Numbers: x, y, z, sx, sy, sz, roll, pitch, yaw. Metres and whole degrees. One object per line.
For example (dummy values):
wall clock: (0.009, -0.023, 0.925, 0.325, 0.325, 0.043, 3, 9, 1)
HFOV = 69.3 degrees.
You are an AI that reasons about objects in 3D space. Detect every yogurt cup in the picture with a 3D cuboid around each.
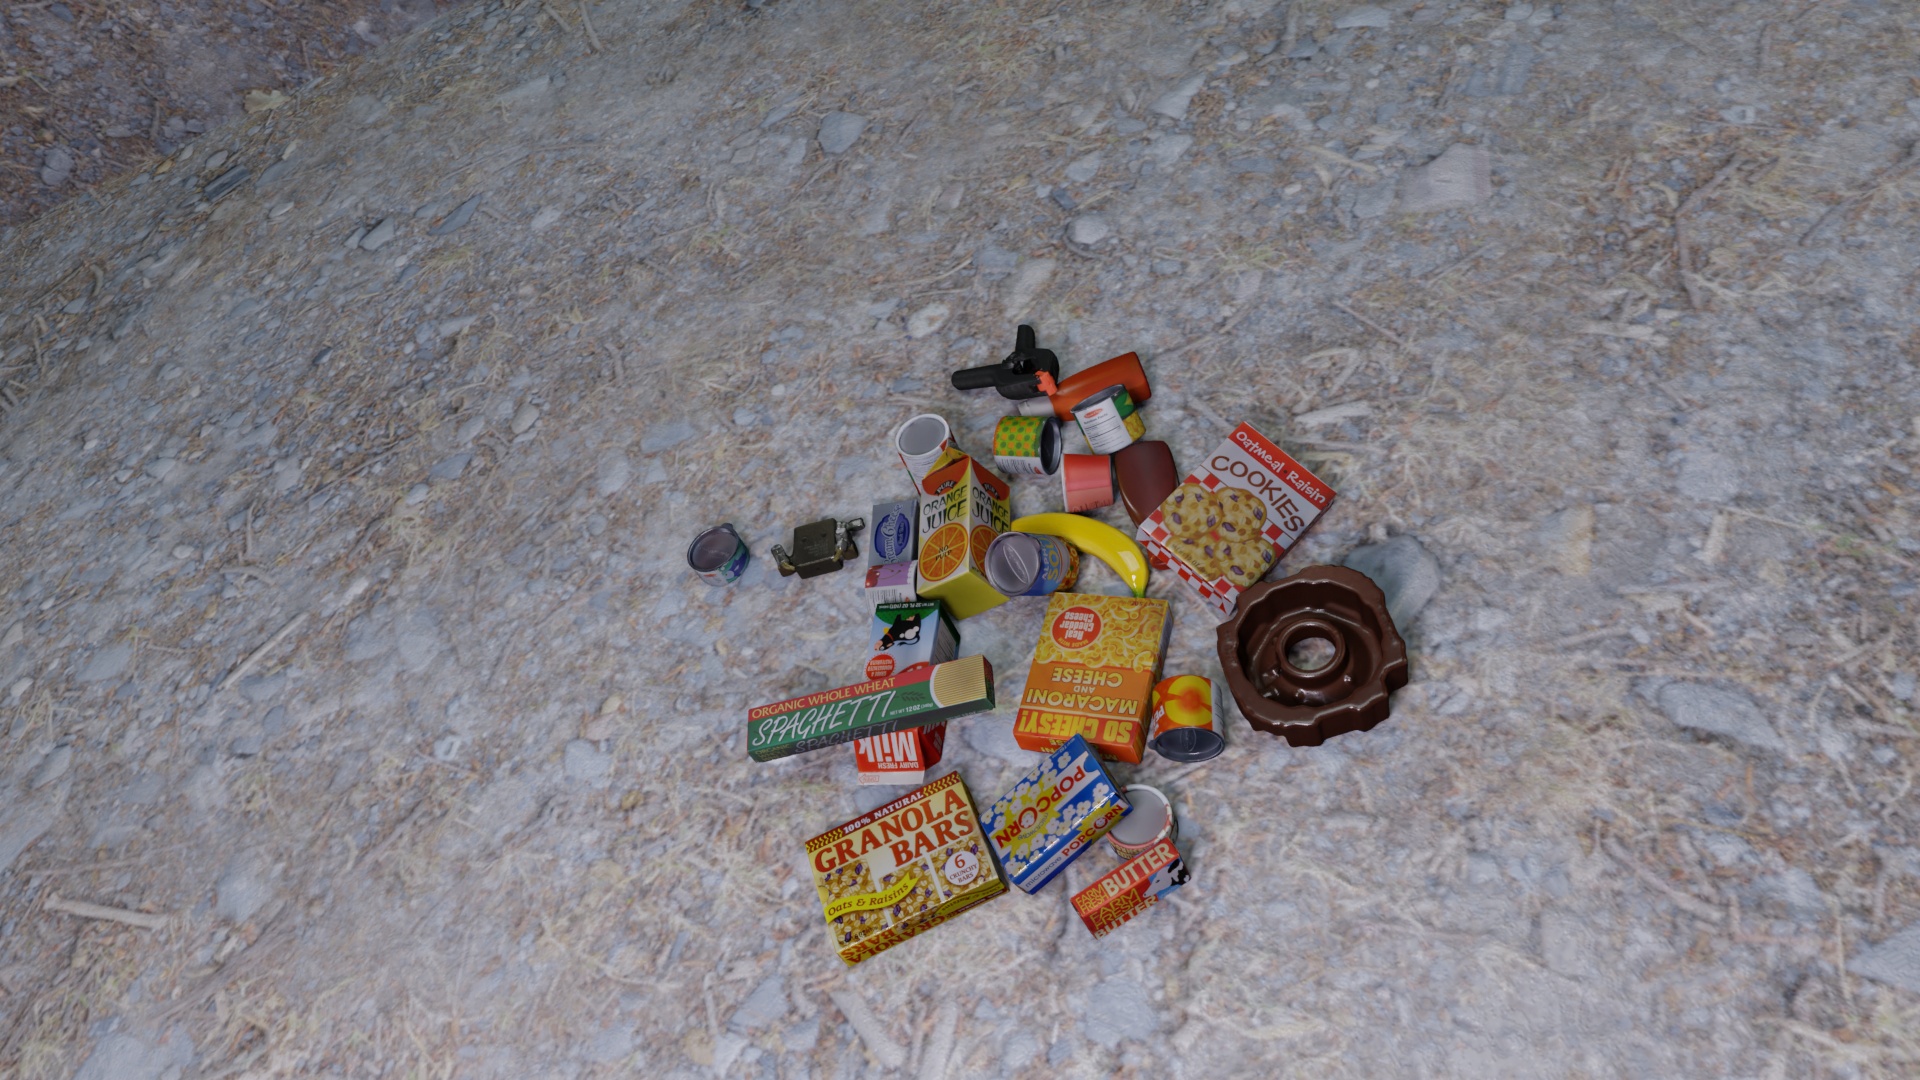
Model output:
yogurt cup: (0.138, -0.064, 1.506, 0.054, 0.072, 0.073, -5, 52, 8)

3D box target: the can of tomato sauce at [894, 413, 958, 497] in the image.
can of tomato sauce: (-0.032, -0.095, 1.582, 0.071, 0.082, 0.071, -11, 50, 13)

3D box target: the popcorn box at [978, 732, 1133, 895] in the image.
popcorn box: (0.086, 0.249, 1.268, 0.126, 0.038, 0.085, -42, 37, 7)

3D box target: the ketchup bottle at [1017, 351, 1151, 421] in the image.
ketchup bottle: (0.141, -0.167, 1.598, 0.149, 0.043, 0.065, -20, 46, 6)

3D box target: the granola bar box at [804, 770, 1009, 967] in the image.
granola bar box: (-0.053, 0.306, 1.304, 0.165, 0.039, 0.125, -25, 48, 1)

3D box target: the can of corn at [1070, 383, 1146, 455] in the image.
can of corn: (0.165, -0.134, 1.538, 0.071, 0.058, 0.071, -27, 12, 6)

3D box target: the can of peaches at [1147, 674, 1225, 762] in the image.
can of peaches: (0.209, 0.166, 1.294, 0.071, 0.071, 0.058, -7, 51, 16)

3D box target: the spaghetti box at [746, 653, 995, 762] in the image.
spaghetti box: (-0.090, 0.164, 1.340, 0.250, 0.028, 0.050, -14, 52, 12)

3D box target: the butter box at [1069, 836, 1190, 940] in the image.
butter box: (0.150, 0.305, 1.217, 0.103, 0.053, 0.024, -31, 47, -4)

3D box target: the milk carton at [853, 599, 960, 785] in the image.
milk carton: (-0.056, 0.159, 1.399, 0.072, 0.073, 0.191, -5, 53, 19)

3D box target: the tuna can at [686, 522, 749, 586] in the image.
tuna can: (-0.282, 0.016, 1.625, 0.071, 0.032, 0.071, -11, 51, 13)

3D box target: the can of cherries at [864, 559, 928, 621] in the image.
can of cherries: (-0.064, 0.055, 1.490, 0.058, 0.071, 0.072, -8, 51, 17)

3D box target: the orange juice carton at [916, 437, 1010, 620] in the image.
orange juice carton: (0.005, -0.019, 1.497, 0.073, 0.071, 0.193, -25, 47, 32)

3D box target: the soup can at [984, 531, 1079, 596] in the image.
soup can: (0.077, 0.024, 1.431, 0.071, 0.084, 0.071, -2, 87, 34)

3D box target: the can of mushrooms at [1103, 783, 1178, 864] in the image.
can of mushrooms: (0.162, 0.259, 1.262, 0.071, 0.033, 0.071, -10, 51, 13)

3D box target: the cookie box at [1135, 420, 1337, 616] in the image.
cookie box: (0.279, -0.024, 1.406, 0.123, 0.040, 0.168, 41, 72, 16)

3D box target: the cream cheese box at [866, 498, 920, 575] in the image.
cream cheese box: (-0.074, 0.001, 1.562, 0.053, 0.024, 0.104, -9, 51, 15)

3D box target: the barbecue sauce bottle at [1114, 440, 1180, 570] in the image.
barbecue sauce bottle: (0.205, -0.037, 1.472, 0.065, 0.043, 0.149, -16, 50, 11)

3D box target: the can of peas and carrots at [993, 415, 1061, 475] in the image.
can of peas and carrots: (0.076, -0.109, 1.563, 0.059, 0.070, 0.071, 3, 55, 24)

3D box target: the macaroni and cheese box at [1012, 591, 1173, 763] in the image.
macaroni and cheese box: (0.133, 0.133, 1.368, 0.124, 0.040, 0.167, 3, 54, 23)
